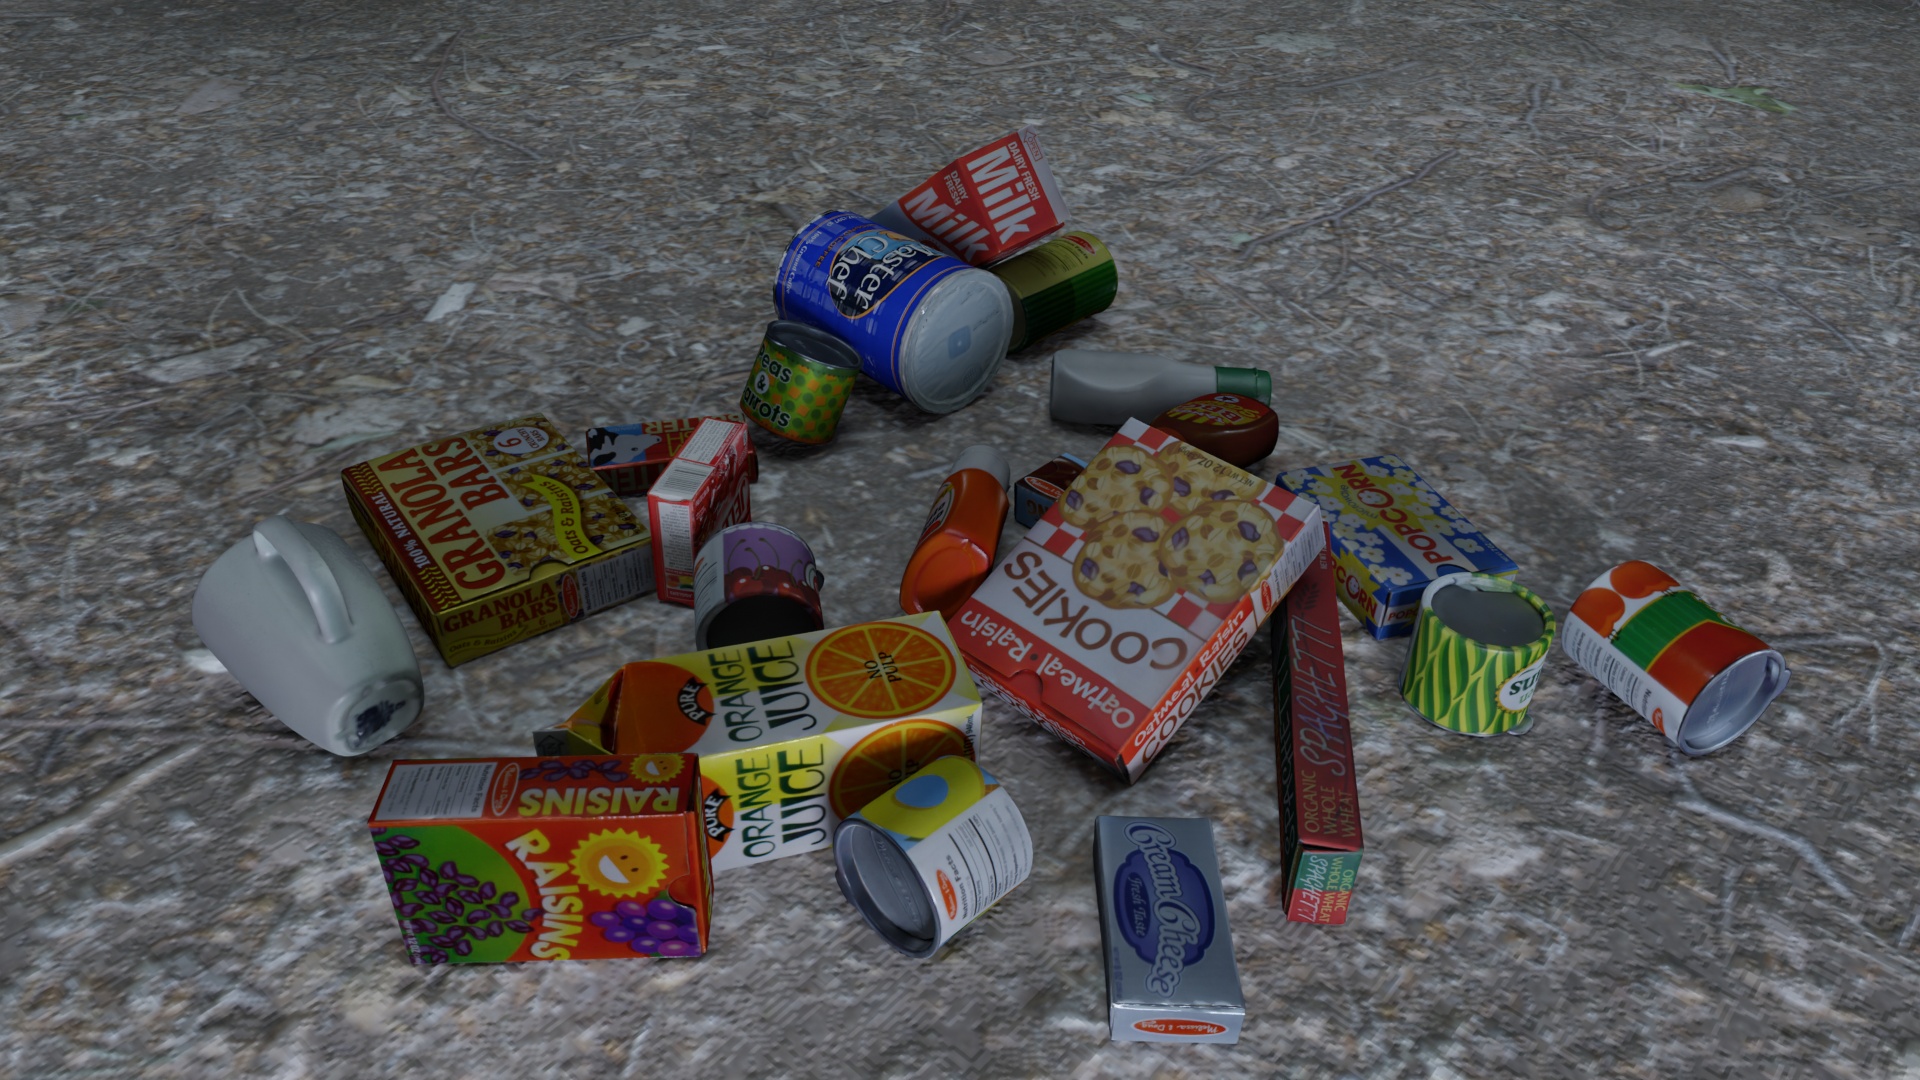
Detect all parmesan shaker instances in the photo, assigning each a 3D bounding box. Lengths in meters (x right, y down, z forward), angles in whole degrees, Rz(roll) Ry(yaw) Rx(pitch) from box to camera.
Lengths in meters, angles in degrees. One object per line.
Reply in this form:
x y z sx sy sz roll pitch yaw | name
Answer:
0.059 -0.187 1.044 0.071 0.071 0.103 30 45 33 | parmesan shaker

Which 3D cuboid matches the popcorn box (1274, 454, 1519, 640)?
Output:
0.250 0.001 0.815 0.085 0.038 0.127 -9 37 -17 | popcorn box

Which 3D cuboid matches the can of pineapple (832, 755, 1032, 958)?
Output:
-0.013 0.133 0.592 0.058 0.070 0.071 -28 45 -36 | can of pineapple

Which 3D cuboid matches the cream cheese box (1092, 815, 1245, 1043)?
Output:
0.086 0.162 0.591 0.053 0.024 0.104 2 35 -1 | cream cheese box

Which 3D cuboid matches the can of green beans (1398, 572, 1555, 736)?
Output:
0.266 0.058 0.718 0.071 0.057 0.071 2 36 -1 | can of green beans

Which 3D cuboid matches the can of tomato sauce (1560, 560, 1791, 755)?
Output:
0.366 0.058 0.716 0.071 0.070 0.083 -13 37 -20 | can of tomato sauce

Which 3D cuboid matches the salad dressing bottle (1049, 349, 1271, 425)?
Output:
0.136 -0.103 0.951 0.148 0.043 0.064 3 34 0 | salad dressing bottle

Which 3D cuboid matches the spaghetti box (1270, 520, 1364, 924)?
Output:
0.173 0.078 0.692 0.029 0.049 0.251 6 36 7 | spaghetti box

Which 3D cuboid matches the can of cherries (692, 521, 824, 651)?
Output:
-0.103 0.033 0.726 0.071 0.071 0.058 -5 36 -9 | can of cherries

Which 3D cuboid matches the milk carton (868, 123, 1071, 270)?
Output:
0.005 -0.234 1.016 0.074 0.072 0.190 -30 9 -38 | milk carton

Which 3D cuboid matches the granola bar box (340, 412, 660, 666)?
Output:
-0.266 -0.008 0.798 0.125 0.038 0.166 -22 42 -29 | granola bar box

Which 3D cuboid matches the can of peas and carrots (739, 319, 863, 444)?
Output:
-0.106 -0.103 0.905 0.071 0.058 0.071 21 22 -9 | can of peas and carrots

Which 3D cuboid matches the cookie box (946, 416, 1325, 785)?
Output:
0.087 0.025 0.715 0.123 0.040 0.168 30 69 34 | cookie box

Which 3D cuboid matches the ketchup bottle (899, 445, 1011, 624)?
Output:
0.003 -0.010 0.801 0.043 0.064 0.149 29 27 -5 | ketchup bottle

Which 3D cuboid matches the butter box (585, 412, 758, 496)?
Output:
-0.183 -0.054 0.880 0.104 0.024 0.053 -7 35 -13 | butter box

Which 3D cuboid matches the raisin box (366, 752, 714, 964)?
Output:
-0.167 0.131 0.569 0.123 0.085 0.040 -1 34 -4 | raisin box

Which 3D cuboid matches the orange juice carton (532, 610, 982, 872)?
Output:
-0.091 0.095 0.635 0.193 0.071 0.073 -9 36 -16 | orange juice carton

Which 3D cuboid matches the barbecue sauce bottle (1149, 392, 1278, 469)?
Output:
0.142 -0.058 0.857 0.065 0.043 0.149 16 22 30 | barbecue sauce bottle

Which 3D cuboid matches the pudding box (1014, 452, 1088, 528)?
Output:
0.079 -0.018 0.838 0.084 0.030 0.050 29 44 33 | pudding box
